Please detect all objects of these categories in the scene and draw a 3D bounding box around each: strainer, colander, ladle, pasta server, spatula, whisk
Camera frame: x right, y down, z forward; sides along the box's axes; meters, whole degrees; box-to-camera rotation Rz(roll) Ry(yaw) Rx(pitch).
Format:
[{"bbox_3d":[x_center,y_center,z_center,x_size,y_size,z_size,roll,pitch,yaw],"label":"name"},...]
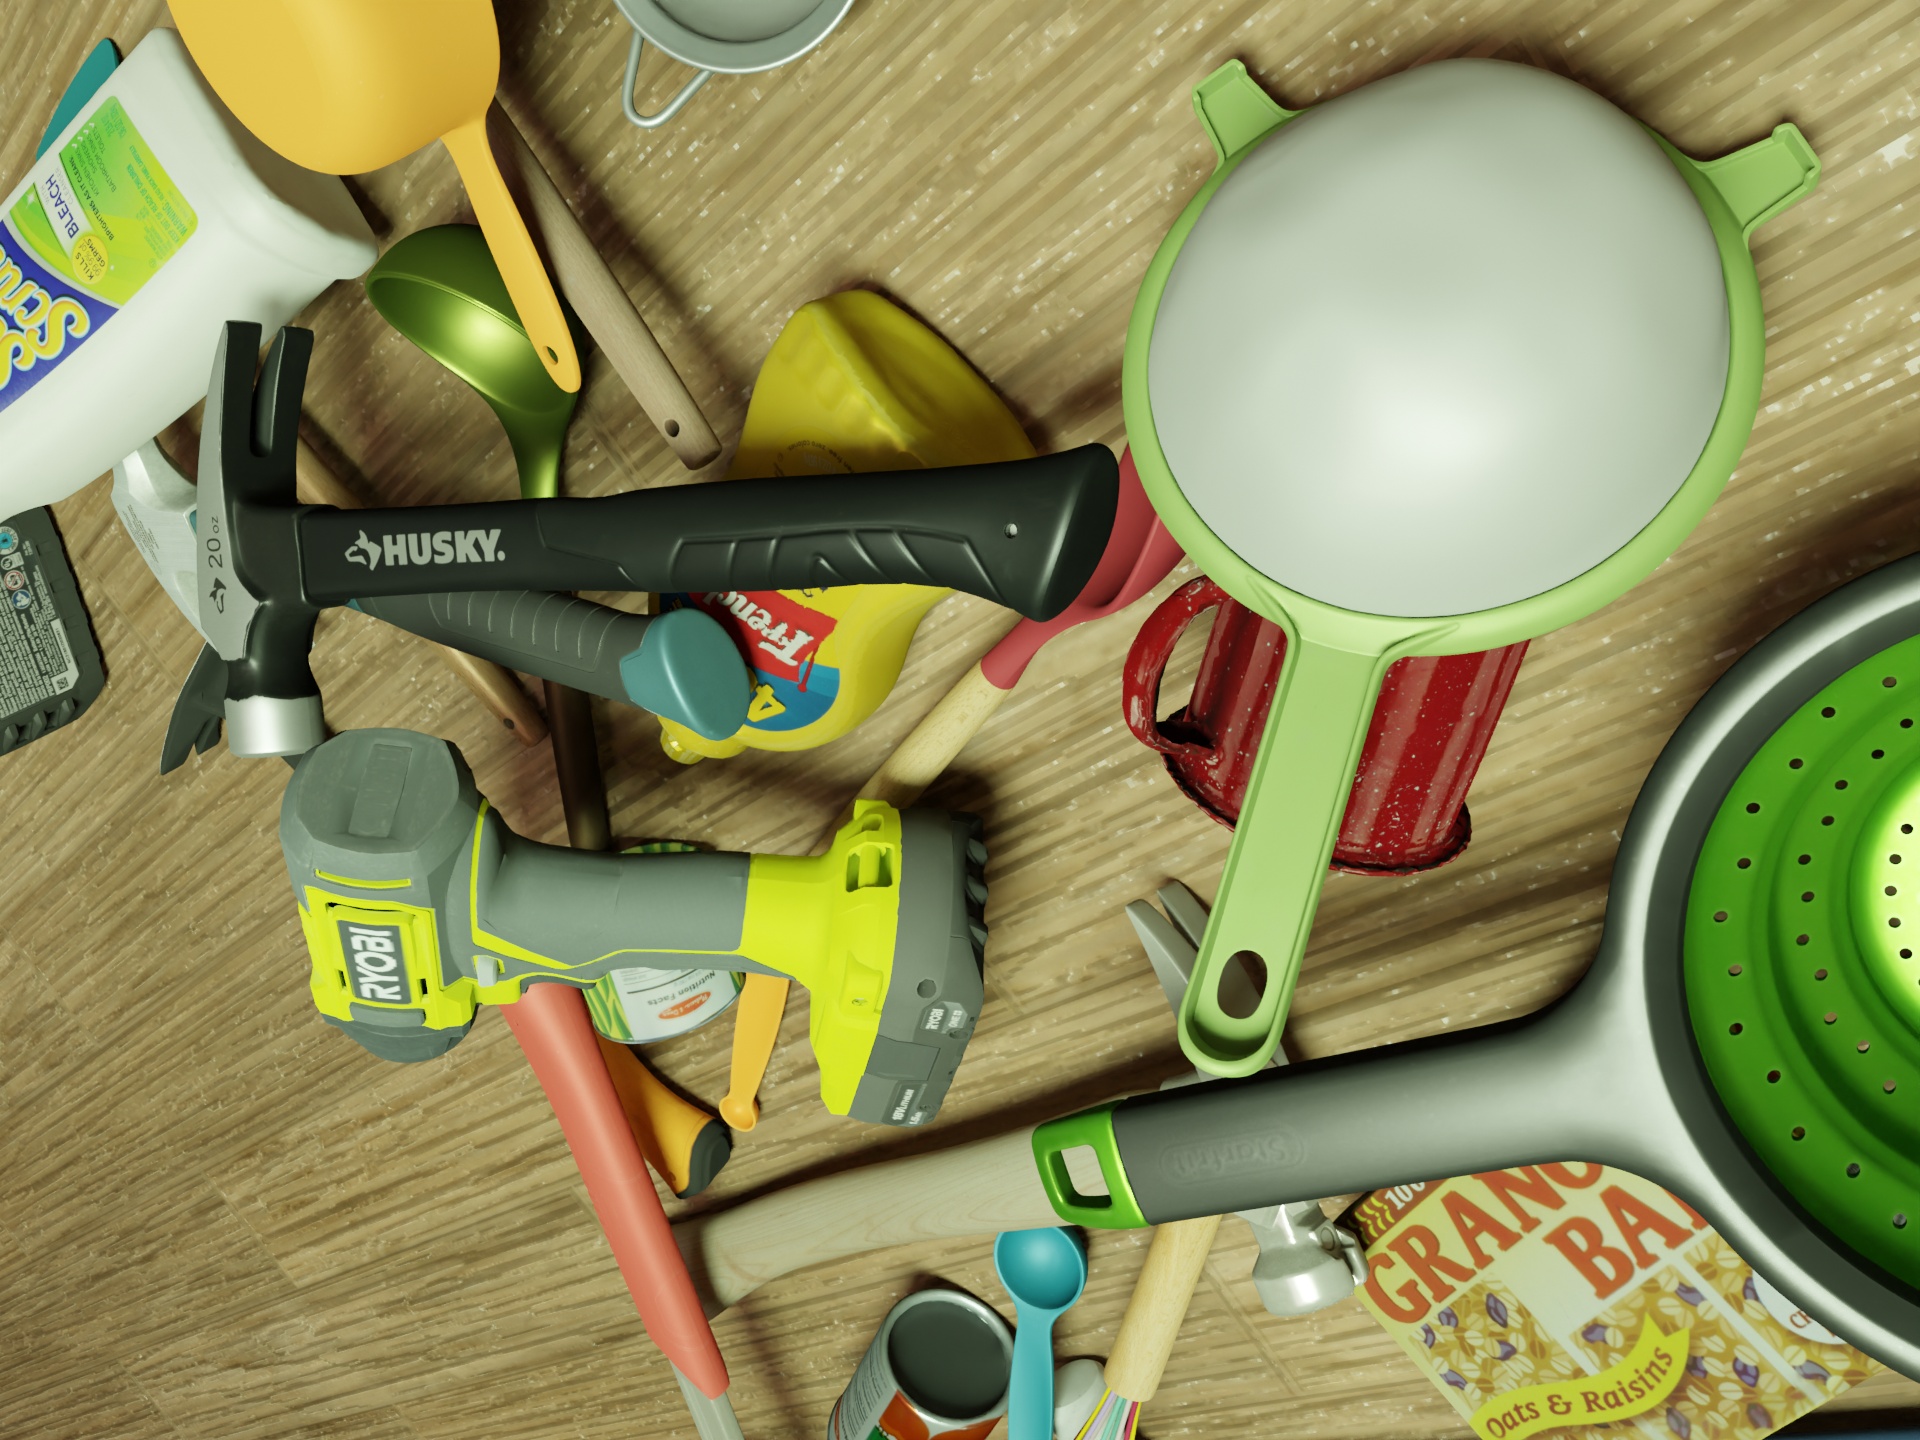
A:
[{"bbox_3d":[-0.034,-0.278,0.410,0.087,0.050,0.258,30,122,3],"label":"strainer"},{"bbox_3d":[0.201,0.077,0.415,0.397,0.094,0.204,-20,87,32],"label":"colander"},{"bbox_3d":[-0.001,-0.002,0.547,0.031,0.069,0.315,24,137,-17],"label":"ladle"},{"bbox_3d":[-0.172,-0.212,0.505,0.060,0.040,0.316,-35,88,32],"label":"pasta server"},{"bbox_3d":[0.090,-0.044,0.359,0.151,0.069,0.256,16,83,19],"label":"strainer"},{"bbox_3d":[-0.270,-0.118,0.650,0.082,0.044,0.317,-30,104,37],"label":"spatula"},{"bbox_3d":[-0.165,-0.032,0.617,0.078,0.062,0.320,17,127,24],"label":"ladle"},{"bbox_3d":[0.057,0.282,0.637,0.047,0.051,0.245,28,109,34],"label":"whisk"}]

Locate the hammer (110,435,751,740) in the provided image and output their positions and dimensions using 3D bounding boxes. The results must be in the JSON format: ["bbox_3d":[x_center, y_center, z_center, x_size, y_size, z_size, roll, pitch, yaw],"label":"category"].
[{"bbox_3d":[-0.212,-0.050,0.593,0.331,0.033,0.128,16,132,31],"label":"hammer"}]

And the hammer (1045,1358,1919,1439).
[{"bbox_3d":[0.219,0.287,0.588,0.405,0.035,0.144,-24,103,37],"label":"hammer"}]

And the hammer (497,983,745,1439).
[{"bbox_3d":[-0.127,0.260,0.712,0.149,0.037,0.359,-1,112,45],"label":"hammer"}]

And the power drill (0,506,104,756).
[{"bbox_3d":[-0.552,-0.053,0.817,0.229,0.080,0.190,11,121,28],"label":"power drill"}]

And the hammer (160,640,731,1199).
[{"bbox_3d":[-0.237,0.097,0.745,0.337,0.034,0.127,46,128,-1],"label":"hammer"}]

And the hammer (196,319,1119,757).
[{"bbox_3d":[-0.110,-0.059,0.480,0.335,0.035,0.146,1,97,28],"label":"hammer"}]

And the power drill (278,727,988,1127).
[{"bbox_3d":[-0.111,0.082,0.561,0.223,0.080,0.171,7,141,-8],"label":"power drill"}]

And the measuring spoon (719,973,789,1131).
[{"bbox_3d":[-0.088,0.137,0.699,0.021,0.011,0.116,25,123,15],"label":"measuring spoon"}]

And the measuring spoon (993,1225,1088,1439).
[{"bbox_3d":[0.035,0.266,0.674,0.042,0.021,0.128,9,103,28],"label":"measuring spoon"}]

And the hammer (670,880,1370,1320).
[{"bbox_3d":[-0.028,0.193,0.666,0.410,0.038,0.146,-29,81,42],"label":"hammer"}]

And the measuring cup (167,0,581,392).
[{"bbox_3d":[-0.165,-0.163,0.460,0.095,0.052,0.173,11,133,40],"label":"measuring cup"}]
